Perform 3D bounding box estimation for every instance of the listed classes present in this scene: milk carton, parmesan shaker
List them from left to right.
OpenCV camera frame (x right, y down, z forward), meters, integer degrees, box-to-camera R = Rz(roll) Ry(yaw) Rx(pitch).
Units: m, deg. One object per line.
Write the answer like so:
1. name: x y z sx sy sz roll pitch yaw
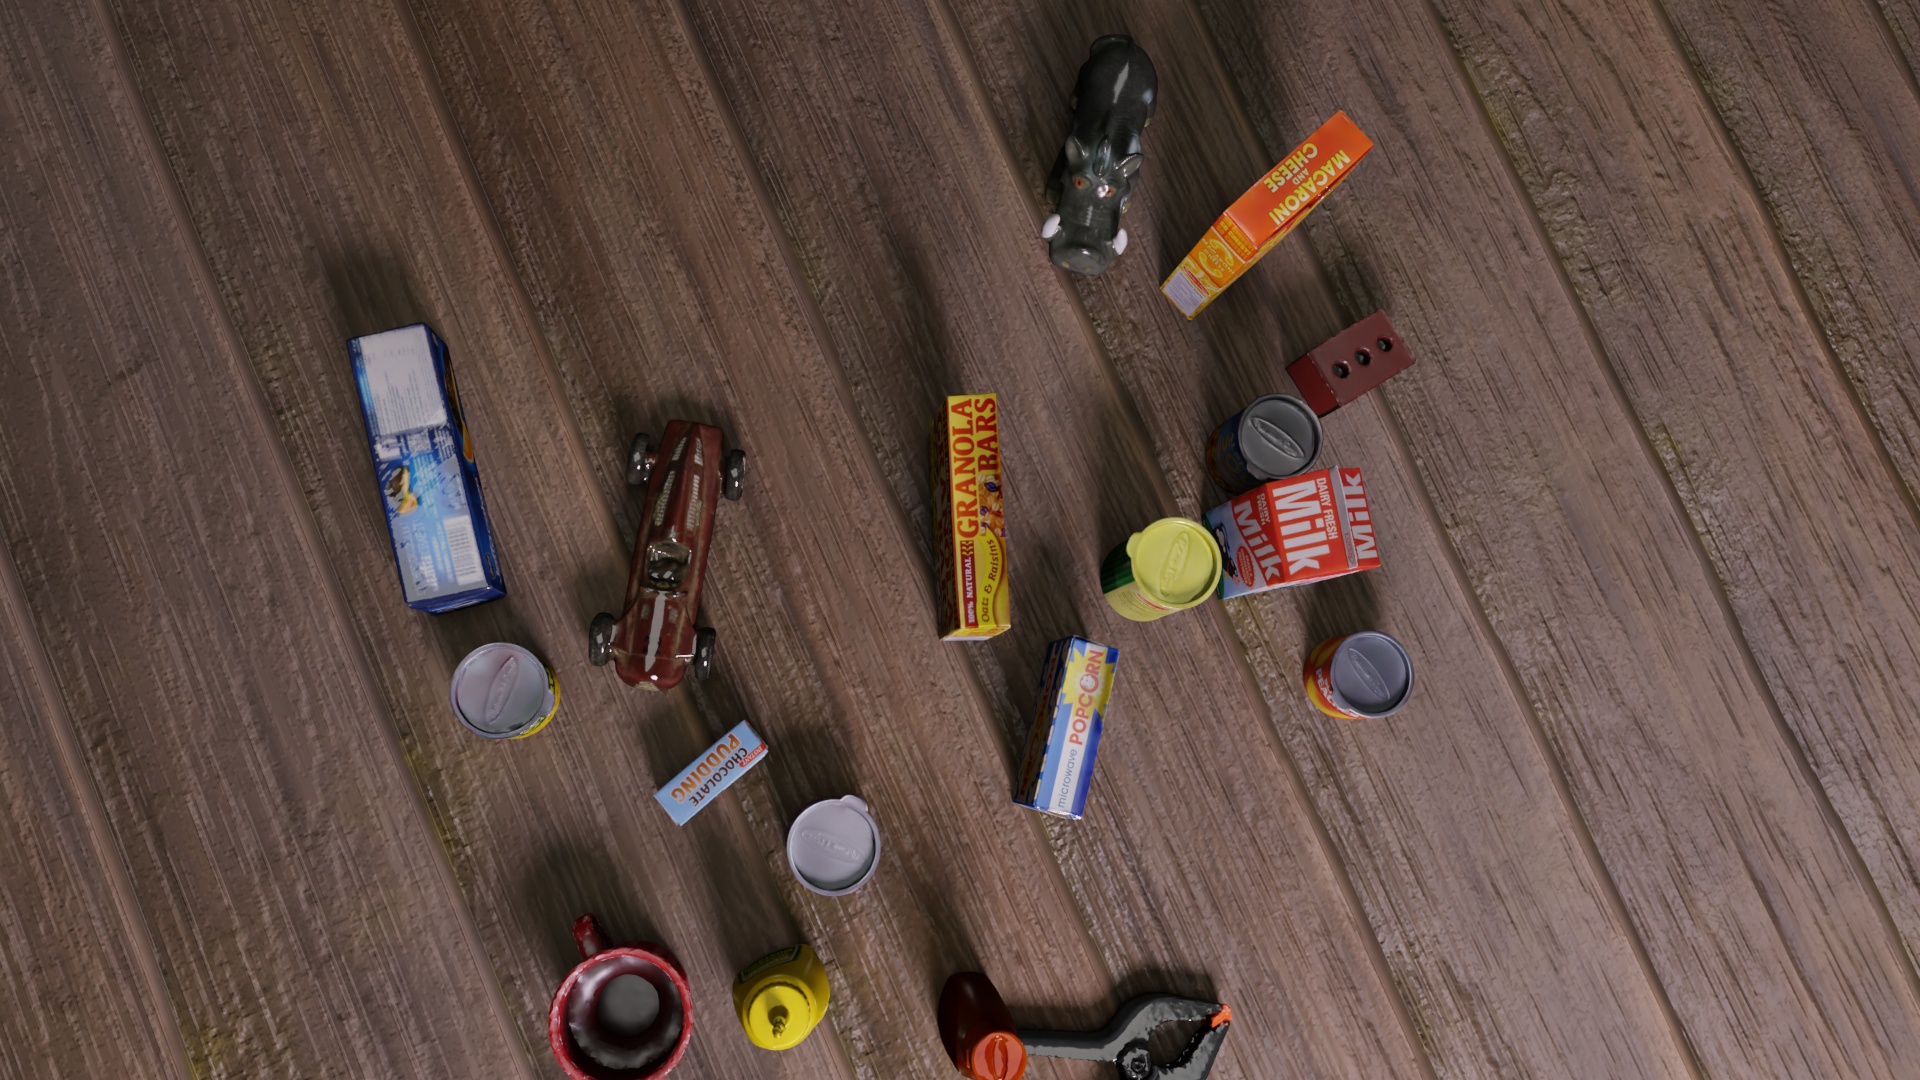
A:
1. parmesan shaker: 0.144 0.022 1.035 0.071 0.103 0.071 1 82 -8
2. milk carton: 0.243 -0.004 1.008 0.073 0.190 0.072 -10 83 -9

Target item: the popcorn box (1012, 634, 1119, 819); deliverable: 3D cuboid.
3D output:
1. popcorn box: 0.076 0.137 1.017 0.038 0.085 0.127 15 80 -5

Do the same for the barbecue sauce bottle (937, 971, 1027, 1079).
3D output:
1. barbecue sauce bottle: 0.014 0.337 0.945 0.044 0.148 0.065 1 82 -7

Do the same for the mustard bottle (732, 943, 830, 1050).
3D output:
1. mustard bottle: -0.119 0.307 0.925 0.065 0.160 0.049 -23 86 -10

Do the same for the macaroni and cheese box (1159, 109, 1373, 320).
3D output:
1. macaroni and cheese box: 0.229 -0.242 1.055 0.124 0.166 0.040 -42 89 -11

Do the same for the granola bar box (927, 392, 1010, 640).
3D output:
1. granola bar box: 0.004 -0.013 1.010 0.039 0.124 0.165 -2 82 -8

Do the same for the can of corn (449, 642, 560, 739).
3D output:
1. can of corn: -0.318 0.108 0.981 0.071 0.058 0.071 1 81 -8

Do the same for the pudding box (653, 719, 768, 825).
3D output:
1. pudding box: -0.178 0.166 0.996 0.084 0.049 0.030 -40 89 -11

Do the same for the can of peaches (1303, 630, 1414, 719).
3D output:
1. can of peaches: 0.303 0.105 1.067 0.071 0.058 0.071 1 81 -8

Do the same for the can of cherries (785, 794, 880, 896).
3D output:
1. can of cherries: -0.090 0.216 0.995 0.071 0.058 0.071 1 81 -8

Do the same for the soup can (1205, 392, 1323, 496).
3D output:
1. soup can: 0.231 -0.070 1.071 0.071 0.083 0.071 1 82 -8
